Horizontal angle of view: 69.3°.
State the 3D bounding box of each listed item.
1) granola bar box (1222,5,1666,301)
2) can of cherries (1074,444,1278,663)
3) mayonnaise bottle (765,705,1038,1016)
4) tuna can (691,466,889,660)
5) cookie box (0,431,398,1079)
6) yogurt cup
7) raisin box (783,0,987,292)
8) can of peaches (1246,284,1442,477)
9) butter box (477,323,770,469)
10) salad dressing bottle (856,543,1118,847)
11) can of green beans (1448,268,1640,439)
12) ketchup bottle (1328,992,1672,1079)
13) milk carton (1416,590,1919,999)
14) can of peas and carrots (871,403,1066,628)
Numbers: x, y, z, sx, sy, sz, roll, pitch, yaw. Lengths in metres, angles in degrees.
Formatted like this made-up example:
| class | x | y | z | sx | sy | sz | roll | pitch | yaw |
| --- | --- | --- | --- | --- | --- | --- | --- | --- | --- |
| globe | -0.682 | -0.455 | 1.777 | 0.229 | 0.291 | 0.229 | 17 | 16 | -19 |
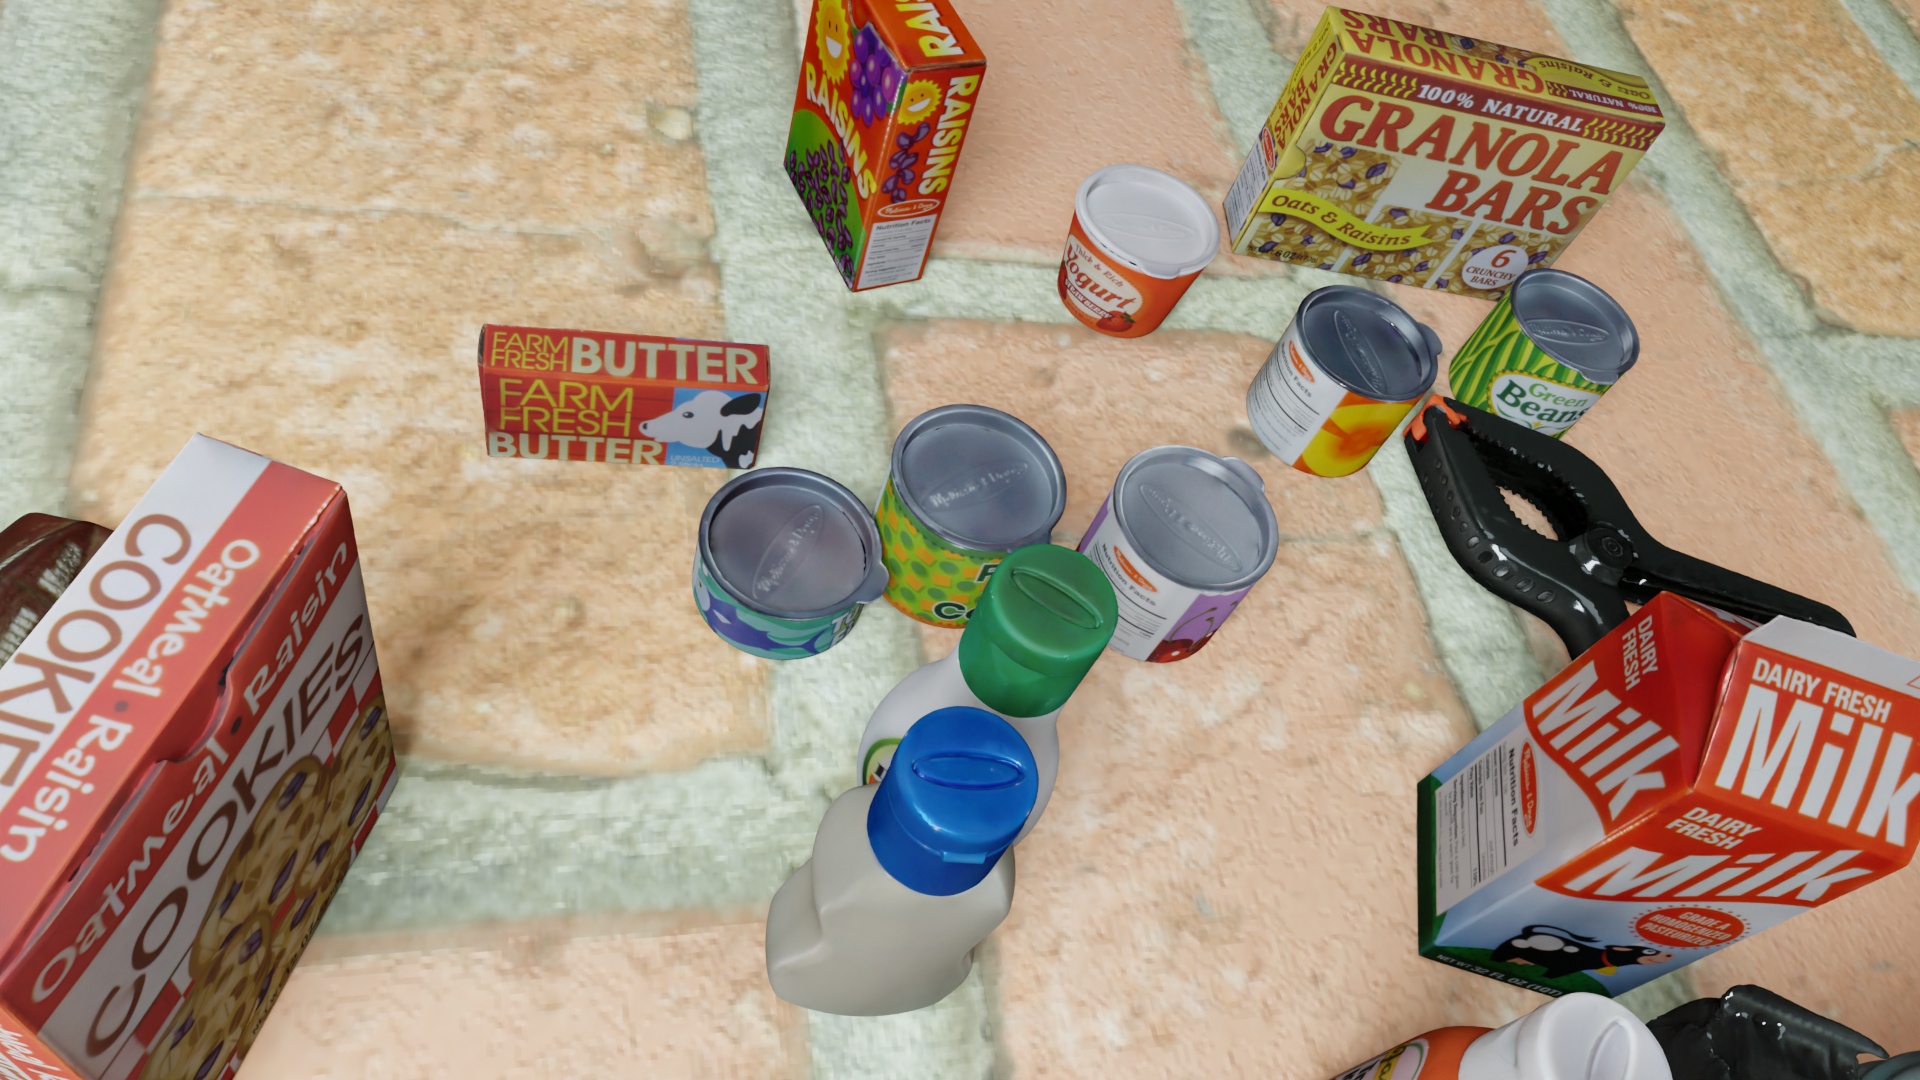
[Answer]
| class | x | y | z | sx | sy | sz | roll | pitch | yaw |
| --- | --- | --- | --- | --- | --- | --- | --- | --- | --- |
| granola bar box | 0.229 | -0.181 | 0.675 | 0.166 | 0.123 | 0.039 | 7 | 55 | -12 |
| can of cherries | 0.083 | 0.005 | 0.541 | 0.071 | 0.058 | 0.072 | 8 | 54 | -12 |
| mayonnaise bottle | -0.015 | 0.095 | 0.392 | 0.065 | 0.147 | 0.041 | 6 | 55 | -13 |
| tuna can | -0.062 | 0.010 | 0.509 | 0.071 | 0.032 | 0.071 | 8 | 54 | -12 |
| cookie box | -0.190 | 0.072 | 0.342 | 0.040 | 0.166 | 0.123 | 20 | 53 | -3 |
| yogurt cup | 0.078 | -0.130 | 0.637 | 0.072 | 0.053 | 0.073 | 8 | 54 | -12 |
| raisin box | -0.037 | -0.181 | 0.594 | 0.040 | 0.122 | 0.086 | -13 | 61 | -25 |
| can of peaches | 0.171 | -0.070 | 0.622 | 0.071 | 0.057 | 0.071 | 8 | 54 | -12 |
| butter box | -0.126 | -0.052 | 0.520 | 0.104 | 0.052 | 0.024 | 3 | 56 | -16 |
| salad dressing bottle | 0.007 | 0.055 | 0.428 | 0.064 | 0.146 | 0.044 | 32 | 53 | 6 |
| can of green beans | 0.278 | -0.087 | 0.666 | 0.071 | 0.057 | 0.071 | 8 | 54 | -12 |
| ketchup bottle | 0.137 | 0.166 | 0.389 | 0.043 | 0.148 | 0.065 | 35 | 54 | 8 |
| milk carton | 0.228 | 0.082 | 0.450 | 0.072 | 0.189 | 0.074 | 18 | 53 | -5 |
| can of peas and carrots | 0.002 | -0.007 | 0.524 | 0.071 | 0.058 | 0.071 | 8 | 54 | -12 |
